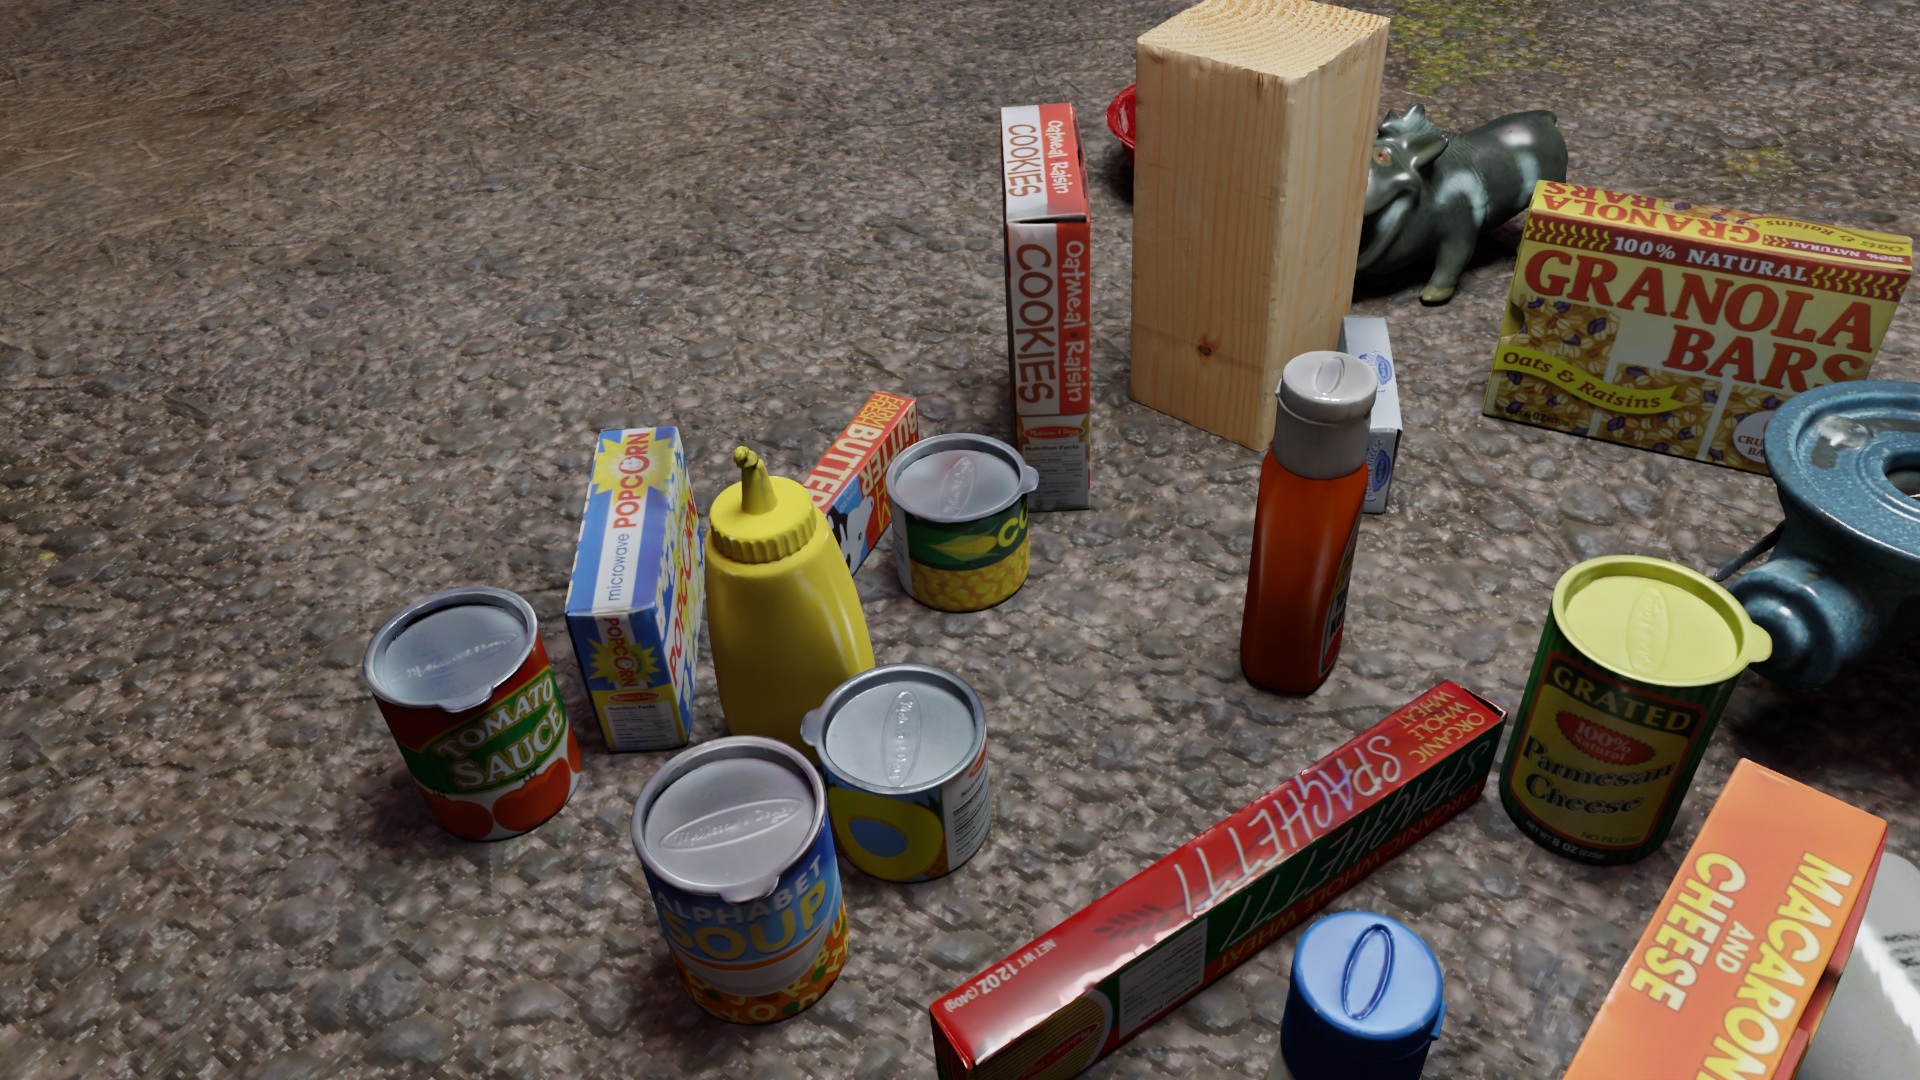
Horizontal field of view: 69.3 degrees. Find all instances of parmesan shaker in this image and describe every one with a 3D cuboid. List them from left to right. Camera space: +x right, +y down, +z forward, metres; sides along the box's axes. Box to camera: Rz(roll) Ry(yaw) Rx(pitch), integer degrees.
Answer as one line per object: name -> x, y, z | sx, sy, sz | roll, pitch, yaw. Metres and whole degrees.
parmesan shaker -> 0.248, 0.066, 0.520 | 0.071, 0.102, 0.072 | -2, 40, 2

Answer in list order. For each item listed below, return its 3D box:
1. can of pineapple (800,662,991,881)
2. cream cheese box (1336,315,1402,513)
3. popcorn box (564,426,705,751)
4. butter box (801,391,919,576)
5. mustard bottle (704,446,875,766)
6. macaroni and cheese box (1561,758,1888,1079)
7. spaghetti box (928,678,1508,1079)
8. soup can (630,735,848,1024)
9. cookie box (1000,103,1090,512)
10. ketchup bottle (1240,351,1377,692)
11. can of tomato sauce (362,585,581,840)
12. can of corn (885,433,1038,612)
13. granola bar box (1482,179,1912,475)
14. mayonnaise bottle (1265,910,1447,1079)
can of pineapple -> -0.023, 0.091, 0.548 | 0.071, 0.057, 0.071 | -2, 40, 2
cream cheese box -> 0.208, -0.066, 0.716 | 0.024, 0.053, 0.104 | 3, 41, 9
popcorn box -> -0.142, 0.019, 0.620 | 0.038, 0.084, 0.127 | -5, 40, -2
butter box -> -0.051, -0.025, 0.689 | 0.024, 0.052, 0.104 | 13, 43, 19
mustard bottle -> -0.070, 0.024, 0.551 | 0.065, 0.159, 0.049 | -6, 40, -2
macaroni and cheese box -> 0.183, 0.157, 0.371 | 0.040, 0.165, 0.124 | 27, 50, 32
spaghetti box -> 0.100, 0.126, 0.502 | 0.251, 0.049, 0.029 | -26, 45, -23
soup can -> -0.076, 0.124, 0.494 | 0.071, 0.083, 0.072 | -2, 40, 2
cookie box -> 0.044, -0.117, 0.702 | 0.040, 0.166, 0.123 | -3, 40, 2
ketchup bottle -> 0.145, -0.008, 0.580 | 0.043, 0.148, 0.065 | 12, 43, 18
can of tomato sauce -> -0.194, 0.072, 0.564 | 0.071, 0.082, 0.071 | -2, 40, 2
can of corn -> 0.002, -0.008, 0.661 | 0.071, 0.058, 0.071 | -2, 40, 2
granola bar box -> 0.359, -0.104, 0.694 | 0.165, 0.123, 0.039 | 16, 44, 22
mayonnaise bottle -> 0.104, 0.160, 0.387 | 0.041, 0.147, 0.065 | 16, 44, 22
